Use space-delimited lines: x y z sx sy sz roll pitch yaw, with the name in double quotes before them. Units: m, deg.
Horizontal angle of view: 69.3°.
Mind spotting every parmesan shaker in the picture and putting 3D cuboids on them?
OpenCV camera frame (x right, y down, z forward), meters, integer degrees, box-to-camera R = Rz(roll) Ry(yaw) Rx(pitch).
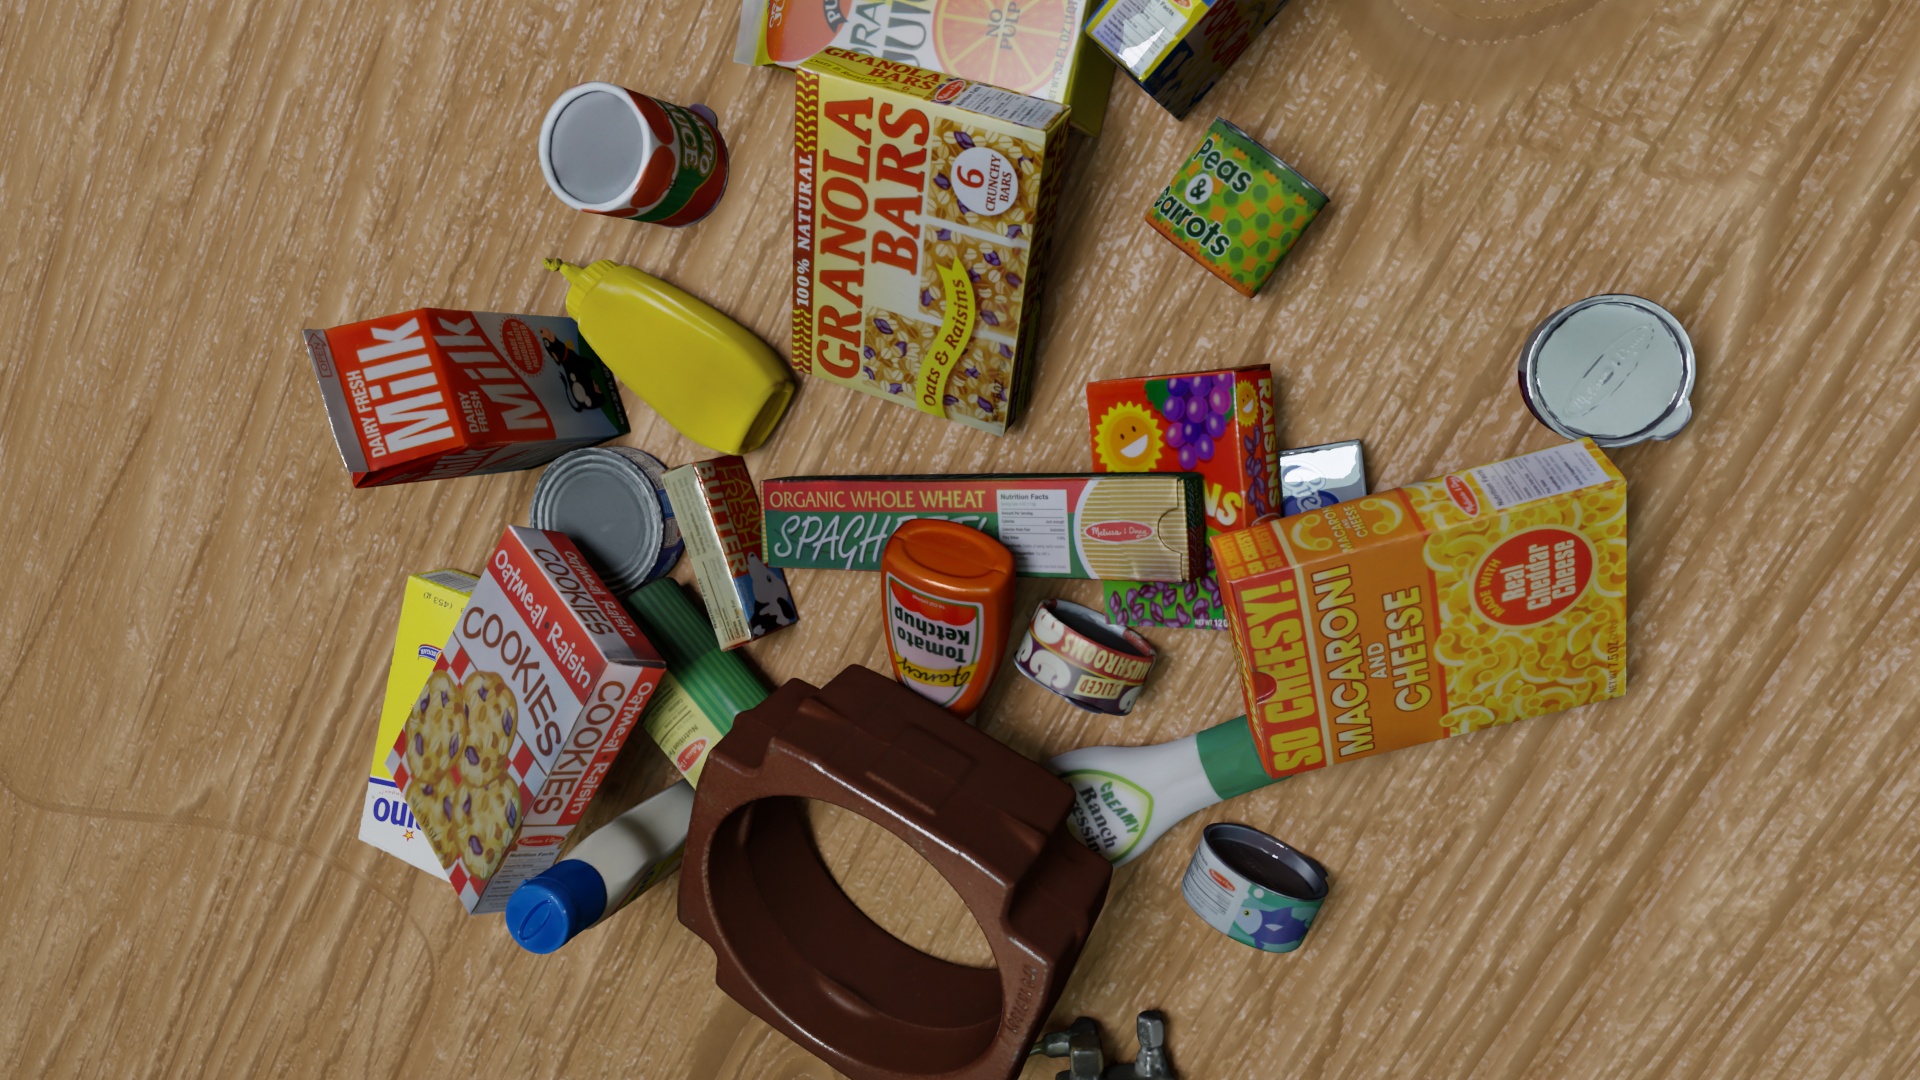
"parmesan shaker" -0.151 0.077 0.771 0.071 0.071 0.103 -44 82 18

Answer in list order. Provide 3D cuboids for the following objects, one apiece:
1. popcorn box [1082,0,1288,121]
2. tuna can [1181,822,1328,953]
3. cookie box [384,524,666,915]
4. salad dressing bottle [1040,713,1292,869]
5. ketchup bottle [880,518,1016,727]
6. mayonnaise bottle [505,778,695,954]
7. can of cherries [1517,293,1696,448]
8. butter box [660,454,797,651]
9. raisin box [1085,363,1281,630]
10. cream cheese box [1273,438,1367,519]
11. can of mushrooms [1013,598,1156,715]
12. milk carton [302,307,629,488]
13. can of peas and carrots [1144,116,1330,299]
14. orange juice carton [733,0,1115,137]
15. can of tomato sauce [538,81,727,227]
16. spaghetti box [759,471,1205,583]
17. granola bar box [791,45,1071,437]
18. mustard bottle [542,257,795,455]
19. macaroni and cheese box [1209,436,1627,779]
"popcorn box" 0.106 -0.239 0.620 0.038 0.127 0.085 44 108 5
"tuna can" 0.147 0.172 0.689 0.071 0.071 0.032 25 105 13
"cookie box" -0.235 0.094 0.743 0.123 0.040 0.167 43 109 35
"salad dressing bottle" 0.095 0.127 0.711 0.147 0.044 0.064 -25 91 19
"ketchup bottle" -0.008 0.056 0.699 0.065 0.044 0.148 19 138 15
"mayonnaise bottle" -0.187 0.177 0.751 0.041 0.148 0.064 42 107 8
"can of cherries" 0.287 -0.073 0.618 0.071 0.058 0.071 2 97 17
"butter box" -0.126 0.005 0.762 0.024 0.053 0.103 -19 90 22
"raisin box" 0.110 -0.020 0.677 0.086 0.040 0.123 -1 98 41
"cream cheese box" 0.176 0.005 0.680 0.053 0.024 0.103 -7 94 19
"can of mushrooms" 0.064 0.059 0.698 0.071 0.071 0.033 28 103 13
"milk carton" -0.261 -0.074 0.722 0.073 0.191 0.072 -18 92 19
"can of peas and carrots" 0.128 -0.156 0.652 0.071 0.071 0.058 39 107 10
"orange juice carton" -0.022 -0.256 0.687 0.193 0.073 0.071 16 102 16
"can of tomato sauce" -0.170 -0.204 0.735 0.071 0.083 0.071 2 98 18
"spaghetti box" 0.003 -0.009 0.702 0.250 0.029 0.050 1 97 32
"granola bar box" -0.019 -0.144 0.678 0.124 0.039 0.164 19 131 14
"mustard bottle" -0.166 -0.112 0.763 0.160 0.049 0.065 38 107 11
"macaroni and cheese box" 0.205 0.034 0.617 0.166 0.040 0.123 -15 124 5
